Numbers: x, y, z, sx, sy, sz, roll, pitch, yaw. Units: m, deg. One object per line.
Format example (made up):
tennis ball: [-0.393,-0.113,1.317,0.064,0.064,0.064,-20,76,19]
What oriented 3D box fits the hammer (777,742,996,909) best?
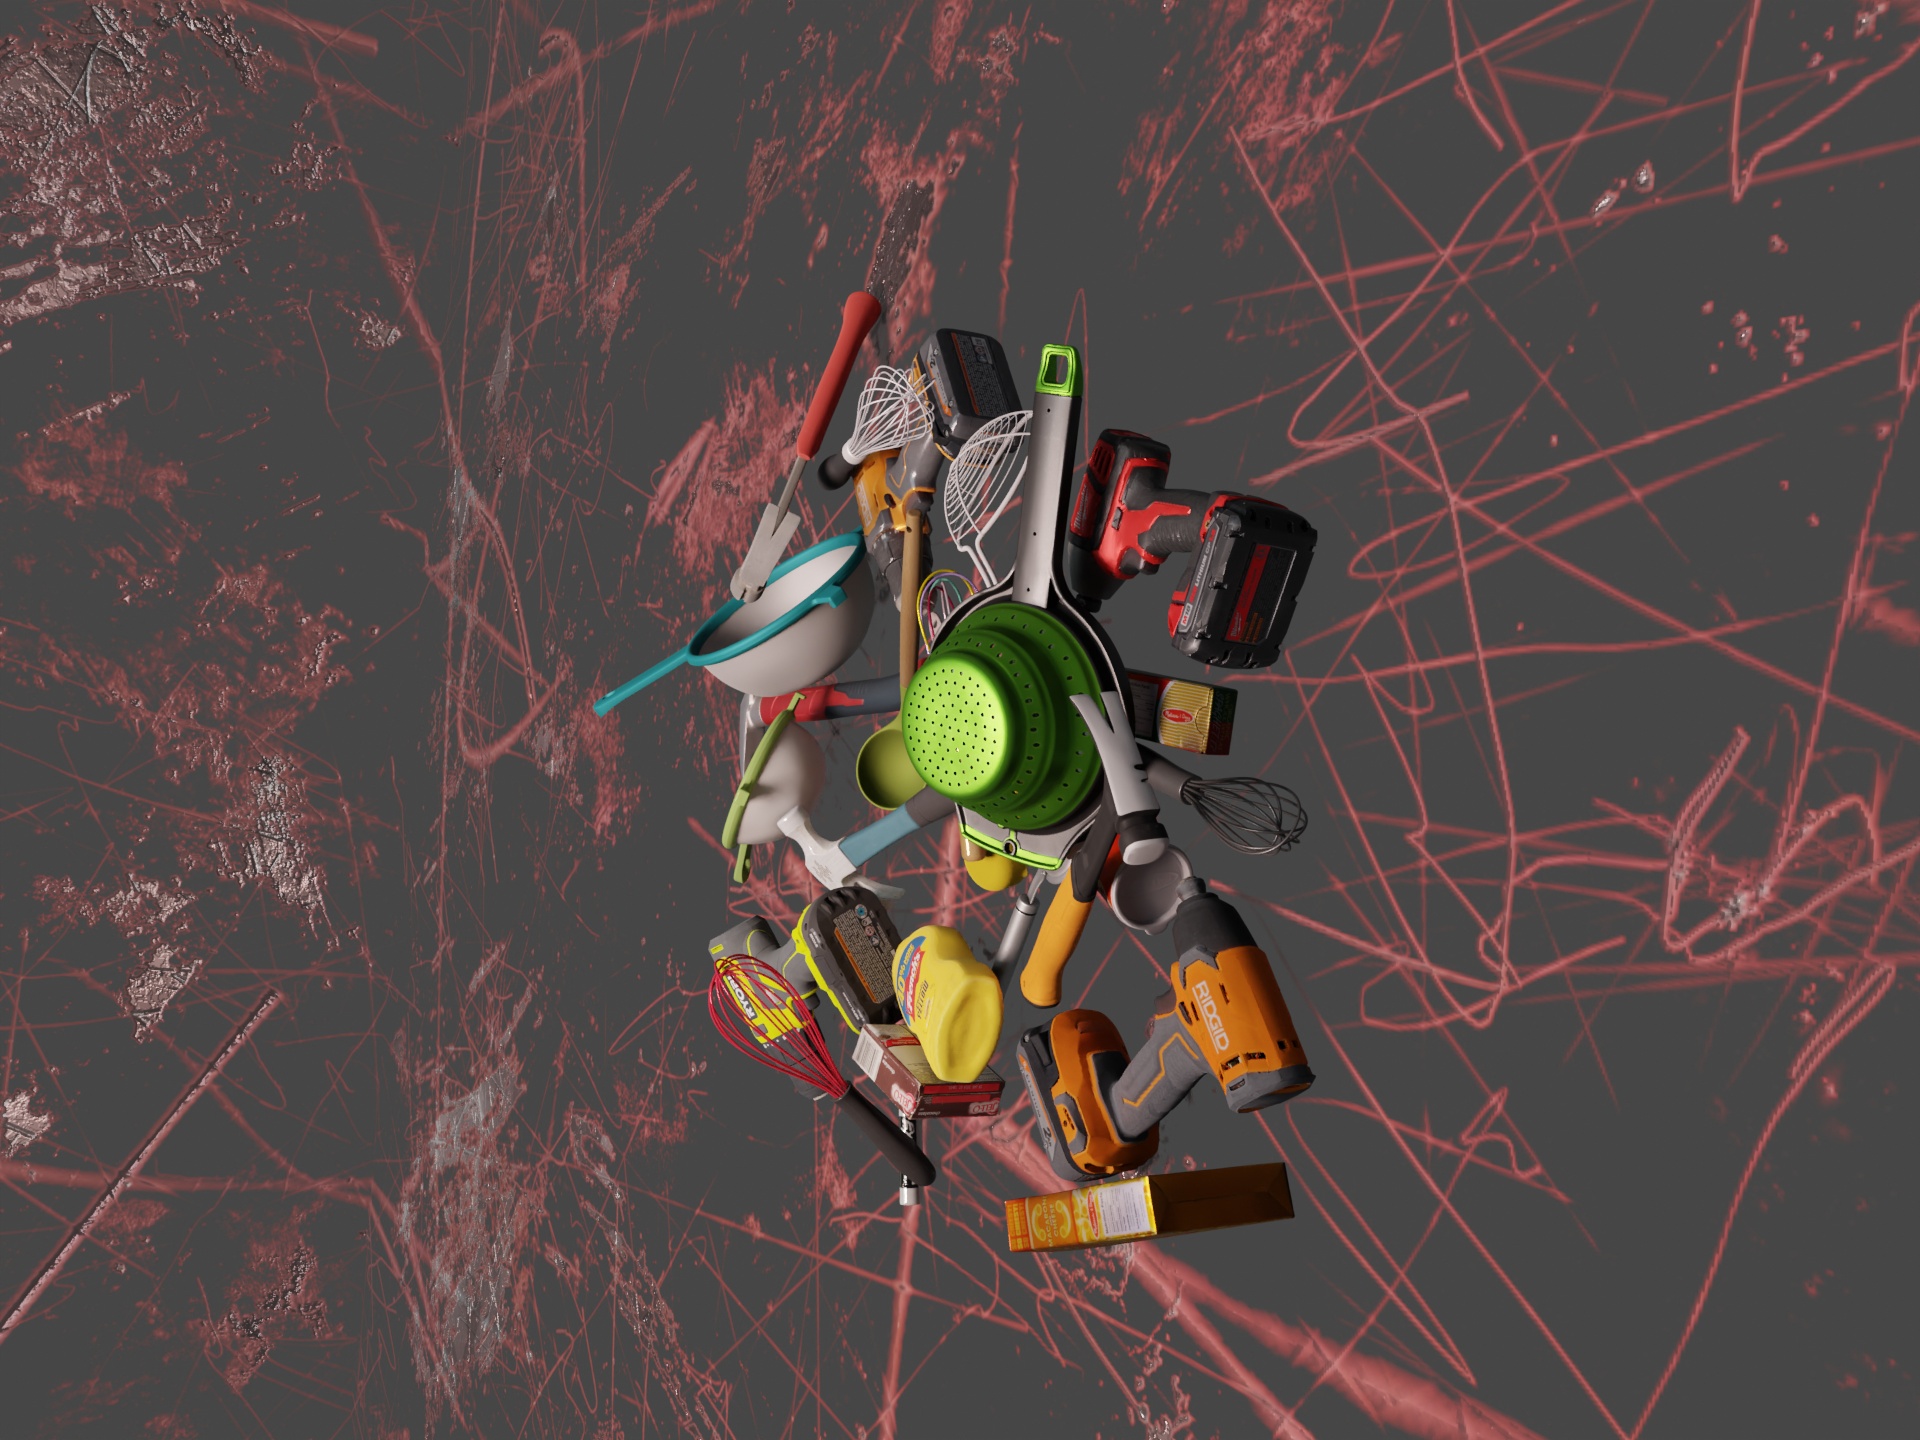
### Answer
hammer: [-0.032,0.077,1.422,0.331,0.033,0.128,-33,98,42]

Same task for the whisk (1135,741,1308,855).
whisk: [0.169,0.047,1.155,0.239,0.055,0.055,28,110,59]

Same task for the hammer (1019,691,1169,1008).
hammer: [0.084,0.120,1.174,0.336,0.034,0.127,104,155,-55]

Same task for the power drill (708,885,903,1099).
power drill: [-0.138,0.264,1.535,0.228,0.080,0.190,-32,87,49]

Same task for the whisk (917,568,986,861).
whisk: [-0.004,-0.004,1.327,0.051,0.047,0.245,-4,92,40]

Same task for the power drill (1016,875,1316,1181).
power drill: [0.139,0.224,1.141,0.226,0.084,0.164,-43,55,41]

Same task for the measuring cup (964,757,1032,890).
measuring cup: [0.036,0.078,1.330,0.062,0.029,0.156,38,132,34]

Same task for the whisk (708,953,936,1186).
whisk: [-0.117,0.311,1.385,0.073,0.295,0.073,-35,21,15]

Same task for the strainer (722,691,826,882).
strainer: [-0.186,0.101,1.617,0.256,0.069,0.152,110,-176,-50]

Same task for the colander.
colander: [0.032,-0.079,1.181,0.205,0.094,0.397,17,107,39]

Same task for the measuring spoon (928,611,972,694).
measuring spoon: [-0.007,-0.058,1.465,0.034,0.018,0.124,-59,35,34]

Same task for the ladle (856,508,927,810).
ladle: [-0.053,-0.046,1.396,0.078,0.062,0.319,29,138,25]

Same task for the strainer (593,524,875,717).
strainer: [-0.213,-0.060,1.590,0.340,0.095,0.211,-29,20,19]

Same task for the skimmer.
skimmer: [0.067,-0.072,1.276,0.127,0.090,0.363,-34,71,61]

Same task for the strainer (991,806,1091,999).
strainer: [0.057,0.146,1.317,0.087,0.050,0.258,-112,36,-58]

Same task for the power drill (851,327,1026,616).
power drill: [-0.025,-0.219,1.452,0.226,0.084,0.186,-50,47,48]

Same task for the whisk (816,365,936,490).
whisk: [-0.084,-0.253,1.430,0.284,0.070,0.070,160,111,-69]

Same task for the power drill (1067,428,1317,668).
power drill: [0.153,-0.122,1.174,0.220,0.078,0.143,41,120,54]

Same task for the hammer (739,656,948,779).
hammer: [-0.127,-0.004,1.614,0.386,0.038,0.143,-5,83,56]

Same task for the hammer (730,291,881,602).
hammer: [-0.137,-0.285,1.521,0.149,0.036,0.359,130,161,-56]
